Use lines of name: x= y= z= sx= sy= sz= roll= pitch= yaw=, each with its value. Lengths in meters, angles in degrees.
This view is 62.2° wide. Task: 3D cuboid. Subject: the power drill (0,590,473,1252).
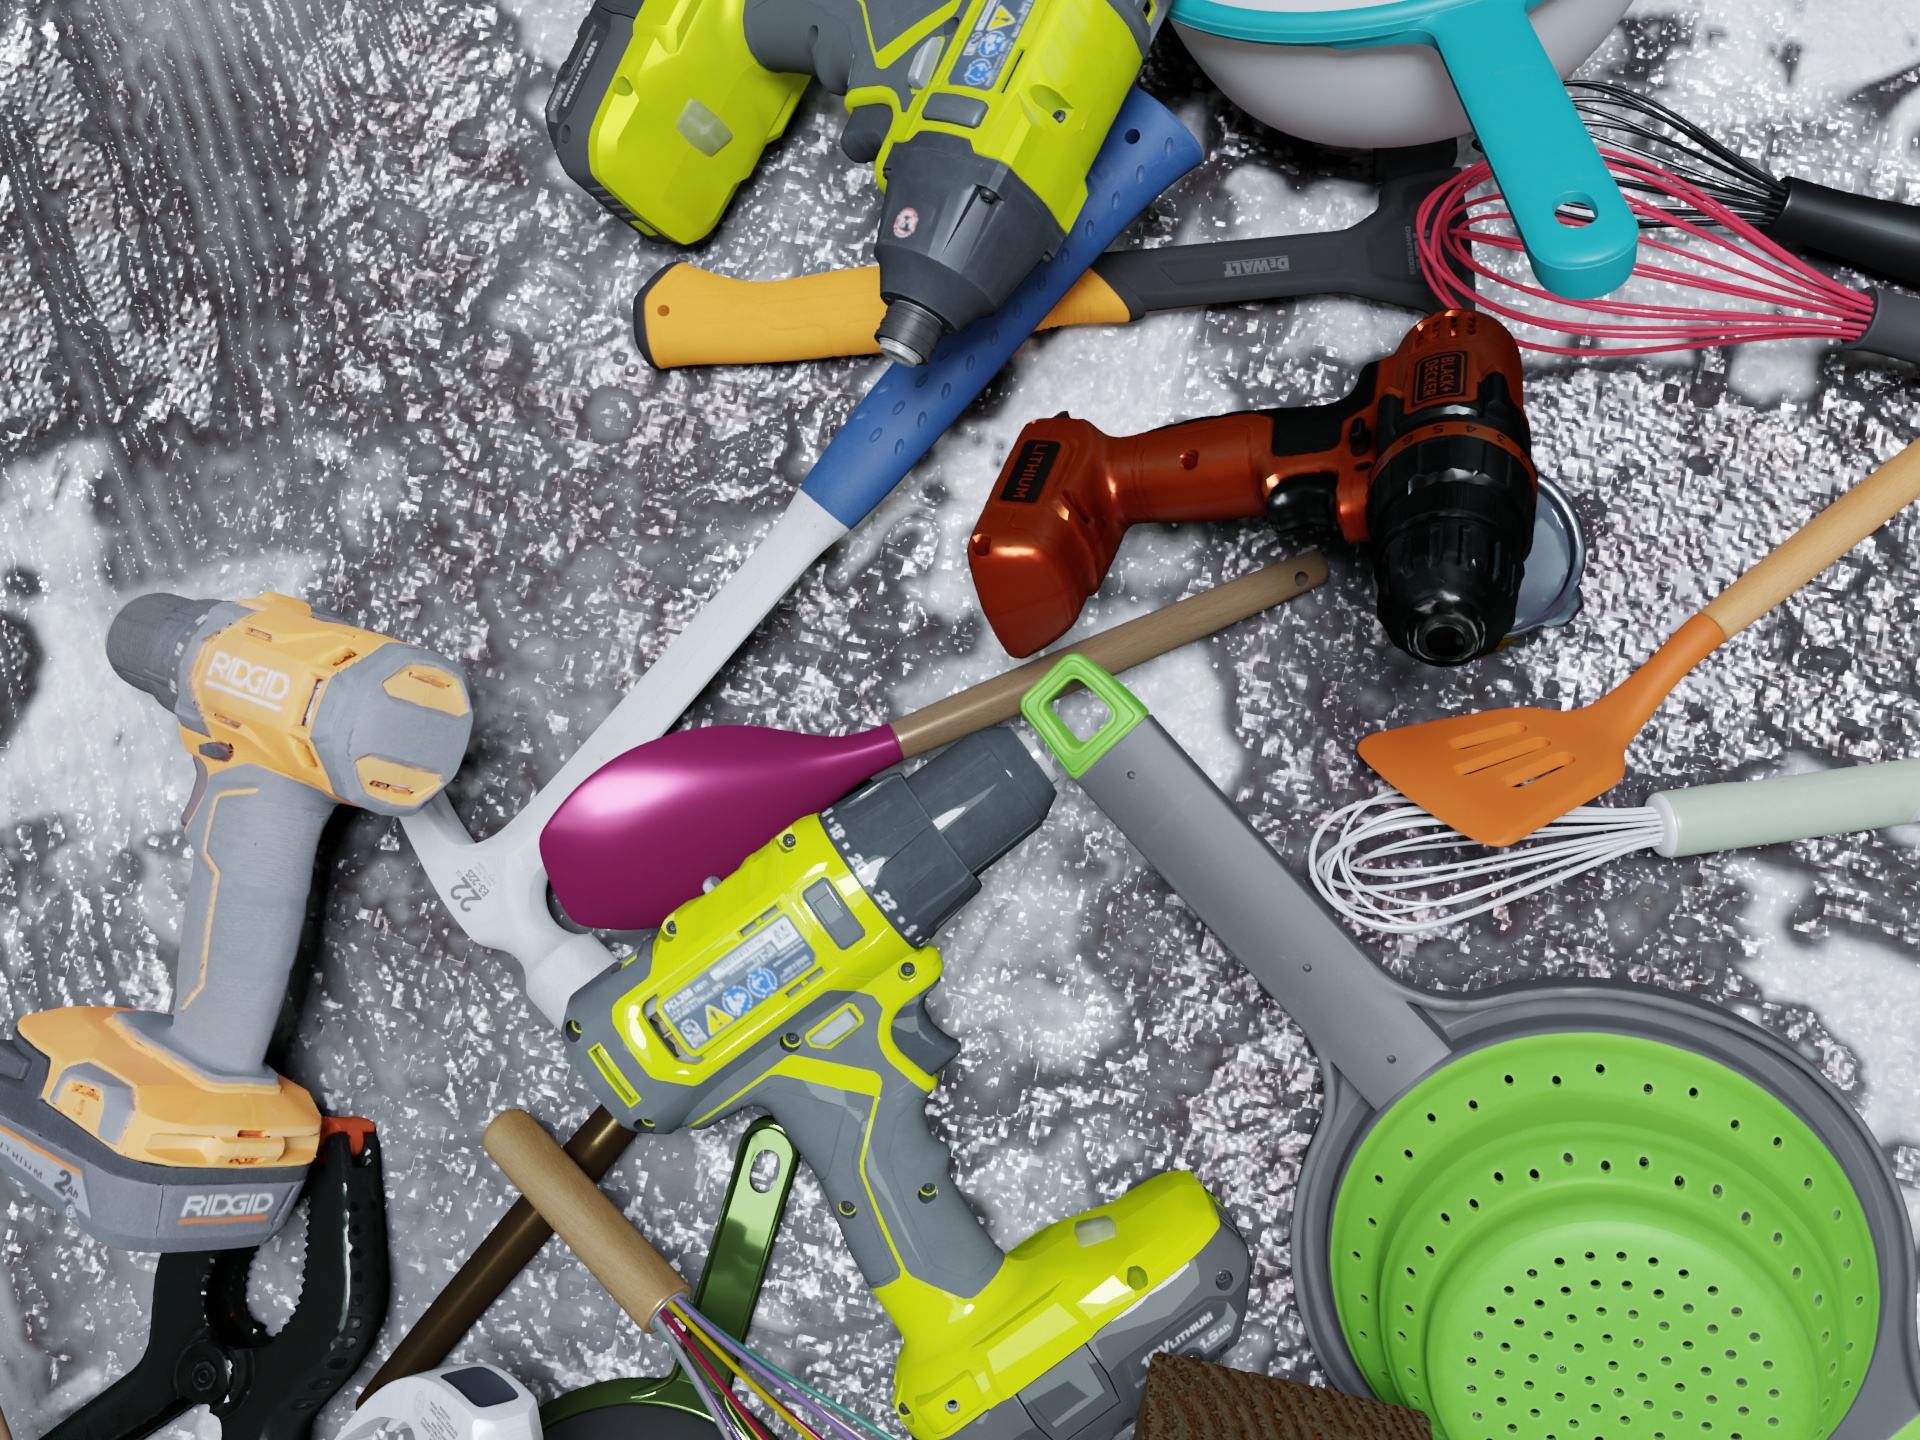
power drill: x=-0.292 y=0.060 z=0.604 sx=0.185 sy=0.084 sz=0.226 roll=16 pitch=85 yaw=32

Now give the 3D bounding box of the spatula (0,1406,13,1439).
spatula: x=-0.320 y=0.382 z=0.571 sx=0.082 sy=0.044 sz=0.317 roll=-12 pitch=96 yaw=14

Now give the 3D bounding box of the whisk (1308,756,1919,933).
whisk: x=0.252 y=0.039 z=0.590 sx=0.246 sy=0.057 sz=0.059 roll=-8 pitch=50 yaw=-1

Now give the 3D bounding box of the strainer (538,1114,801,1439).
strainer: x=-0.108 y=0.272 z=0.575 sx=0.151 sy=0.069 sz=0.256 roll=16 pitch=85 yaw=7

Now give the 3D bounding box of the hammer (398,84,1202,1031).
hammer: x=-0.064 y=-0.077 z=0.609 sx=0.144 sy=0.035 sz=0.405 roll=43 pitch=94 yaw=16

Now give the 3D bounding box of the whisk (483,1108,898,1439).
whisk: x=-0.086 y=0.216 z=0.549 sx=0.245 sy=0.047 sz=0.051 roll=37 pitch=76 yaw=26

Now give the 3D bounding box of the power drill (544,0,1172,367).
power drill: x=-0.045 y=-0.227 z=0.586 sx=0.223 sy=0.080 sz=0.171 roll=24 pitch=87 yaw=36

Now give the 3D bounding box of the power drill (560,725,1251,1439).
power drill: x=-0.001 y=0.133 z=0.561 sx=0.190 sy=0.080 sz=0.228 roll=-36 pitch=91 yaw=-1

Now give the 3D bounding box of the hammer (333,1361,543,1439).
hammer: x=-0.195 y=0.377 z=0.545 sx=0.128 sy=0.033 sz=0.331 roll=22 pitch=101 yaw=45

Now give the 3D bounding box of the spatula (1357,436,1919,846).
spatula: x=0.299 y=-0.055 z=0.597 sx=0.322 sy=0.041 sz=0.081 roll=-37 pitch=36 yaw=-4

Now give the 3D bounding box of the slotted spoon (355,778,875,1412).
slotted spoon: x=-0.129 y=0.147 z=0.617 sx=0.070 sy=0.031 sz=0.314 roll=40 pitch=89 yaw=9

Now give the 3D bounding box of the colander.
colander: x=0.154 y=0.134 z=0.526 sx=0.204 sy=0.094 sz=0.397 roll=-44 pitch=84 yaw=16

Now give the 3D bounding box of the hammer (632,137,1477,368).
hammer: x=0.035 y=-0.165 z=0.642 sx=0.337 sy=0.034 sz=0.127 roll=-4 pitch=81 yaw=5

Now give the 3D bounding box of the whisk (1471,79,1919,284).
whisk: x=0.317 y=-0.199 z=0.619 sx=0.239 sy=0.055 sz=0.055 roll=16 pitch=84 yaw=2

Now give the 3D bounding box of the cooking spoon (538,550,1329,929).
cooking spoon: x=-0.001 y=-0.002 z=0.595 sx=0.319 sy=0.017 sz=0.068 roll=-23 pitch=108 yaw=-12

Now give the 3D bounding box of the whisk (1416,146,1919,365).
whisk: x=0.312 y=-0.153 z=0.585 sx=0.296 sy=0.073 sz=0.073 roll=13 pitch=83 yaw=-1

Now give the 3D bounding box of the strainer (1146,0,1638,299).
strainer: x=0.174 y=-0.235 z=0.563 sx=0.211 sy=0.095 sz=0.341 roll=-13 pitch=52 yaw=12
